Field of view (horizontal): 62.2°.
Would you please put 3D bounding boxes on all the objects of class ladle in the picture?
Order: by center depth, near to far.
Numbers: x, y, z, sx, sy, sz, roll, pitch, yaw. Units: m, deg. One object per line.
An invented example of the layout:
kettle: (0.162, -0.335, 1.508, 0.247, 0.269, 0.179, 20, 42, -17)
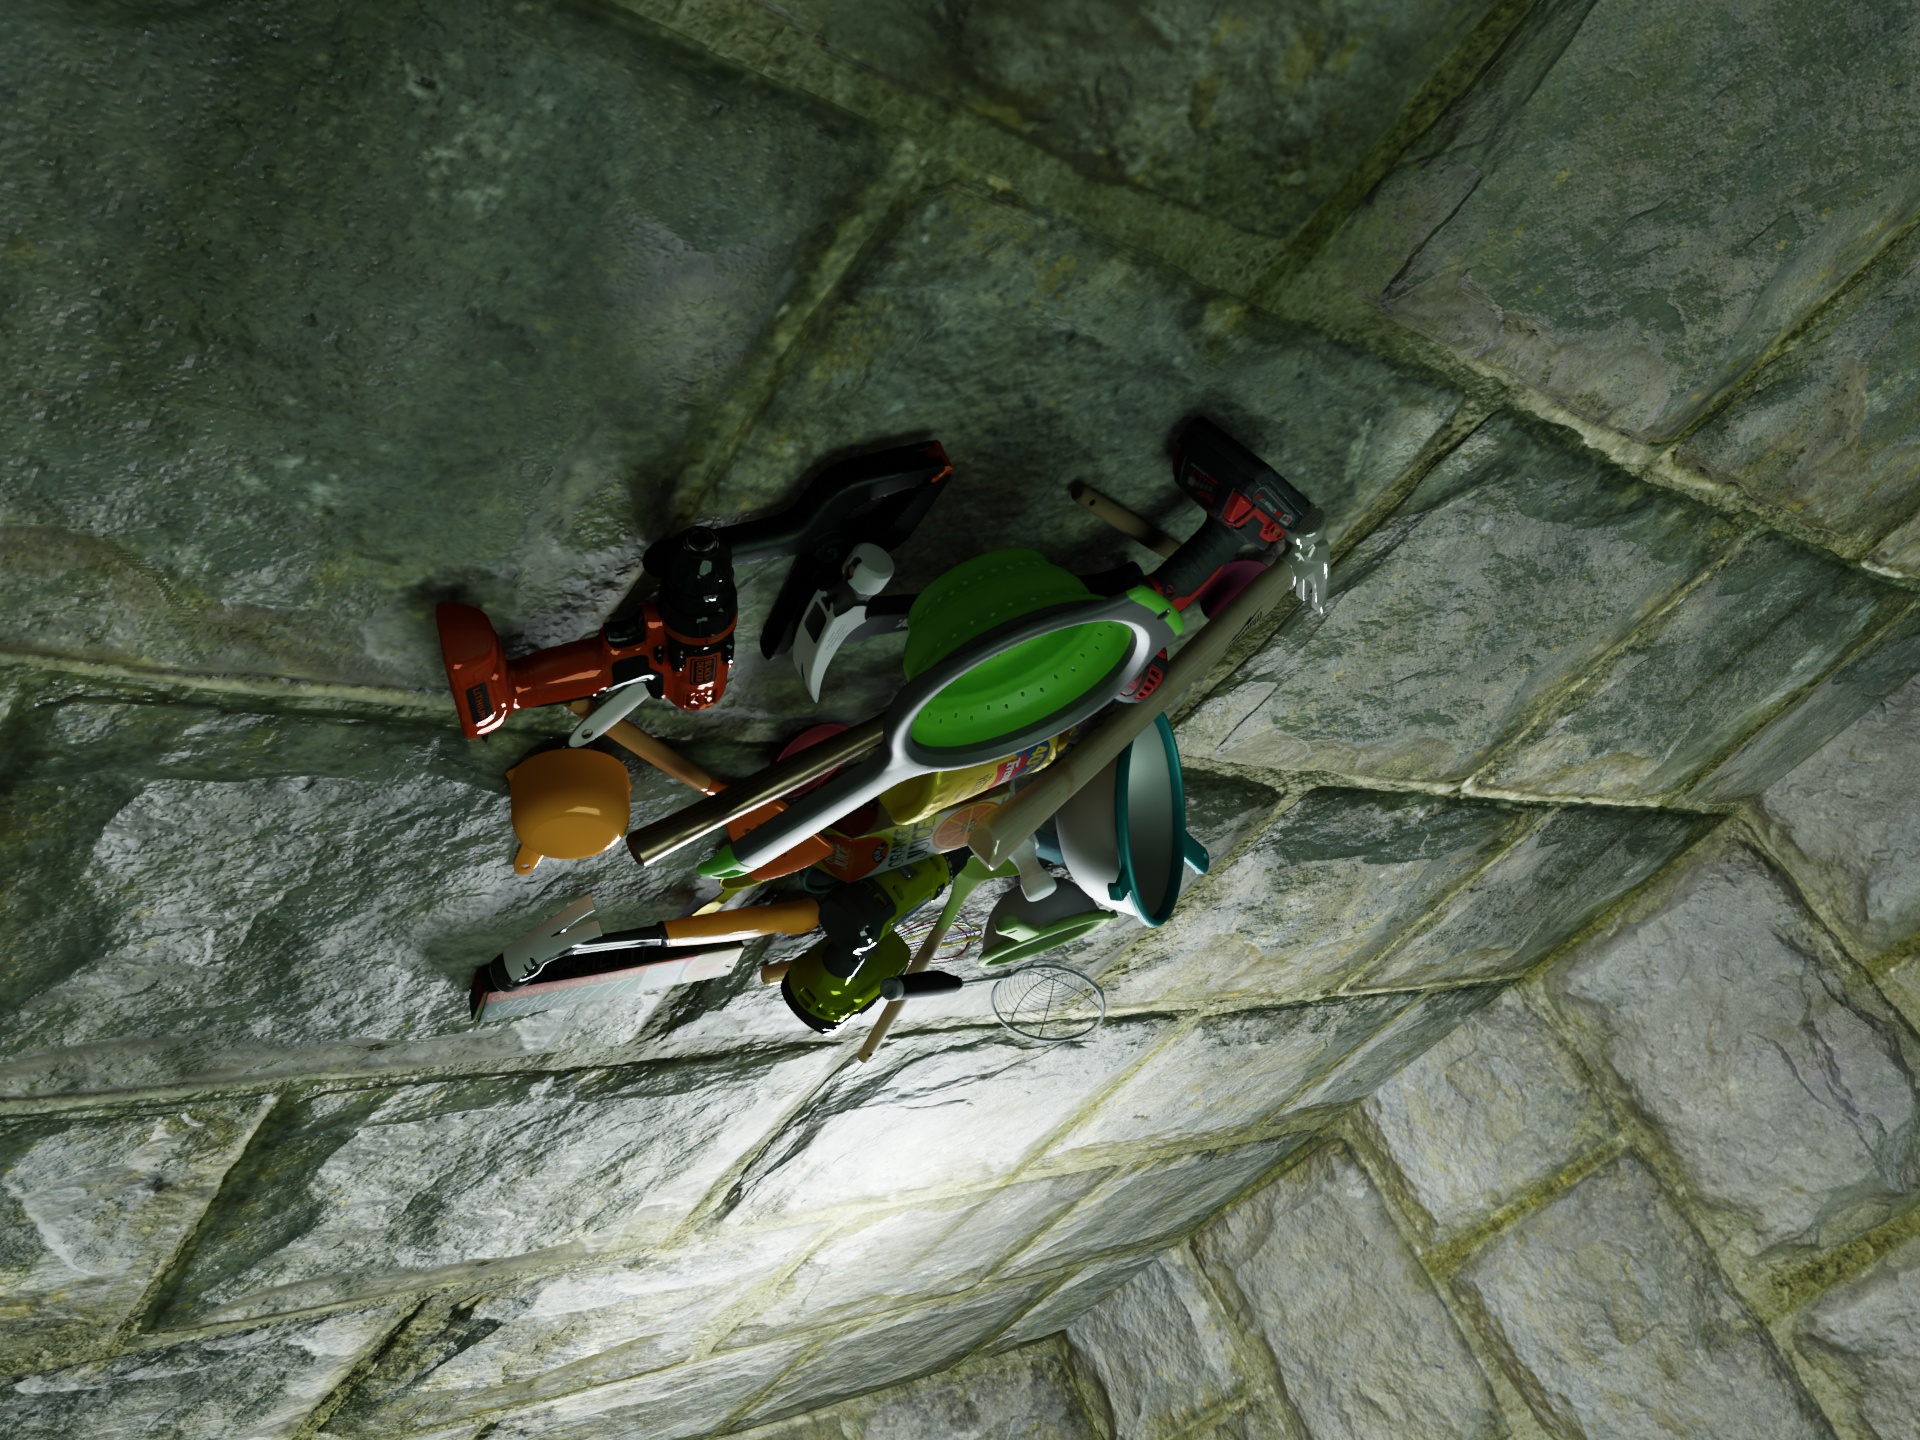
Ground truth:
ladle: (-0.024, 0.002, 1.354, 0.315, 0.031, 0.069, -15, 136, -27)
ladle: (-0.026, 0.235, 1.608, 0.078, 0.062, 0.320, 16, 116, -31)

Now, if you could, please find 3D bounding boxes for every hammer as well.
hammer: (0.020, -0.087, 1.218, 0.334, 0.035, 0.146, -10, 151, -41)
hammer: (-0.103, 0.027, 1.232, 0.331, 0.031, 0.130, -27, 176, -17)
hammer: (0.169, -0.016, 1.375, 0.410, 0.038, 0.146, -42, 151, -9)
hammer: (-0.235, 0.179, 1.378, 0.127, 0.034, 0.336, -33, 161, 31)
hammer: (0.101, 0.133, 1.585, 0.033, 0.128, 0.330, -31, 159, 12)

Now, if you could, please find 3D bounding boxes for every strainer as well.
strainer: (0.166, 0.107, 1.561, 0.095, 0.211, 0.340, -3, 163, 21)
strainer: (0.066, 0.197, 1.646, 0.151, 0.069, 0.256, -23, 164, 10)

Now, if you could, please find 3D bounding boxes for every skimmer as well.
skimmer: (0.032, 0.298, 1.647, 0.127, 0.090, 0.363, -24, 163, 26)

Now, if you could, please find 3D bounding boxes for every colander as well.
colander: (-0.039, -0.014, 1.137, 0.397, 0.095, 0.204, -31, 158, 15)

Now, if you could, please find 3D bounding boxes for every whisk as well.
whisk: (-0.089, 0.240, 1.643, 0.245, 0.047, 0.051, -8, 132, -24)

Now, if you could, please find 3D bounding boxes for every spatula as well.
spatula: (-0.212, 0.048, 1.236, 0.081, 0.041, 0.322, -22, 148, 18)

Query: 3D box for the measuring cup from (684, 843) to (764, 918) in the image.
measuring cup: (-0.217, 0.147, 1.419, 0.062, 0.029, 0.156, 1, 150, -45)

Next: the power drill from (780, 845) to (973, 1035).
power drill: (-0.072, 0.187, 1.505, 0.190, 0.080, 0.228, -34, 162, -40)

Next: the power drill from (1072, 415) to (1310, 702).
power drill: (0.158, -0.115, 1.230, 0.219, 0.079, 0.143, -52, 148, 12)

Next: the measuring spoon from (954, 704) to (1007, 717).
measuring spoon: (-0.002, -0.004, 1.344, 0.117, 0.011, 0.021, -24, 133, -21)

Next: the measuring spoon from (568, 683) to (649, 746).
measuring spoon: (-0.227, -0.018, 1.135, 0.124, 0.018, 0.034, -39, 138, -8)

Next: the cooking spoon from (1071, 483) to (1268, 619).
cooking spoon: (0.179, -0.139, 1.320, 0.068, 0.017, 0.318, -48, 146, 16)

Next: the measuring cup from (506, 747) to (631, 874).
measuring cup: (-0.308, 0.090, 1.207, 0.095, 0.052, 0.173, 10, 139, -29)
